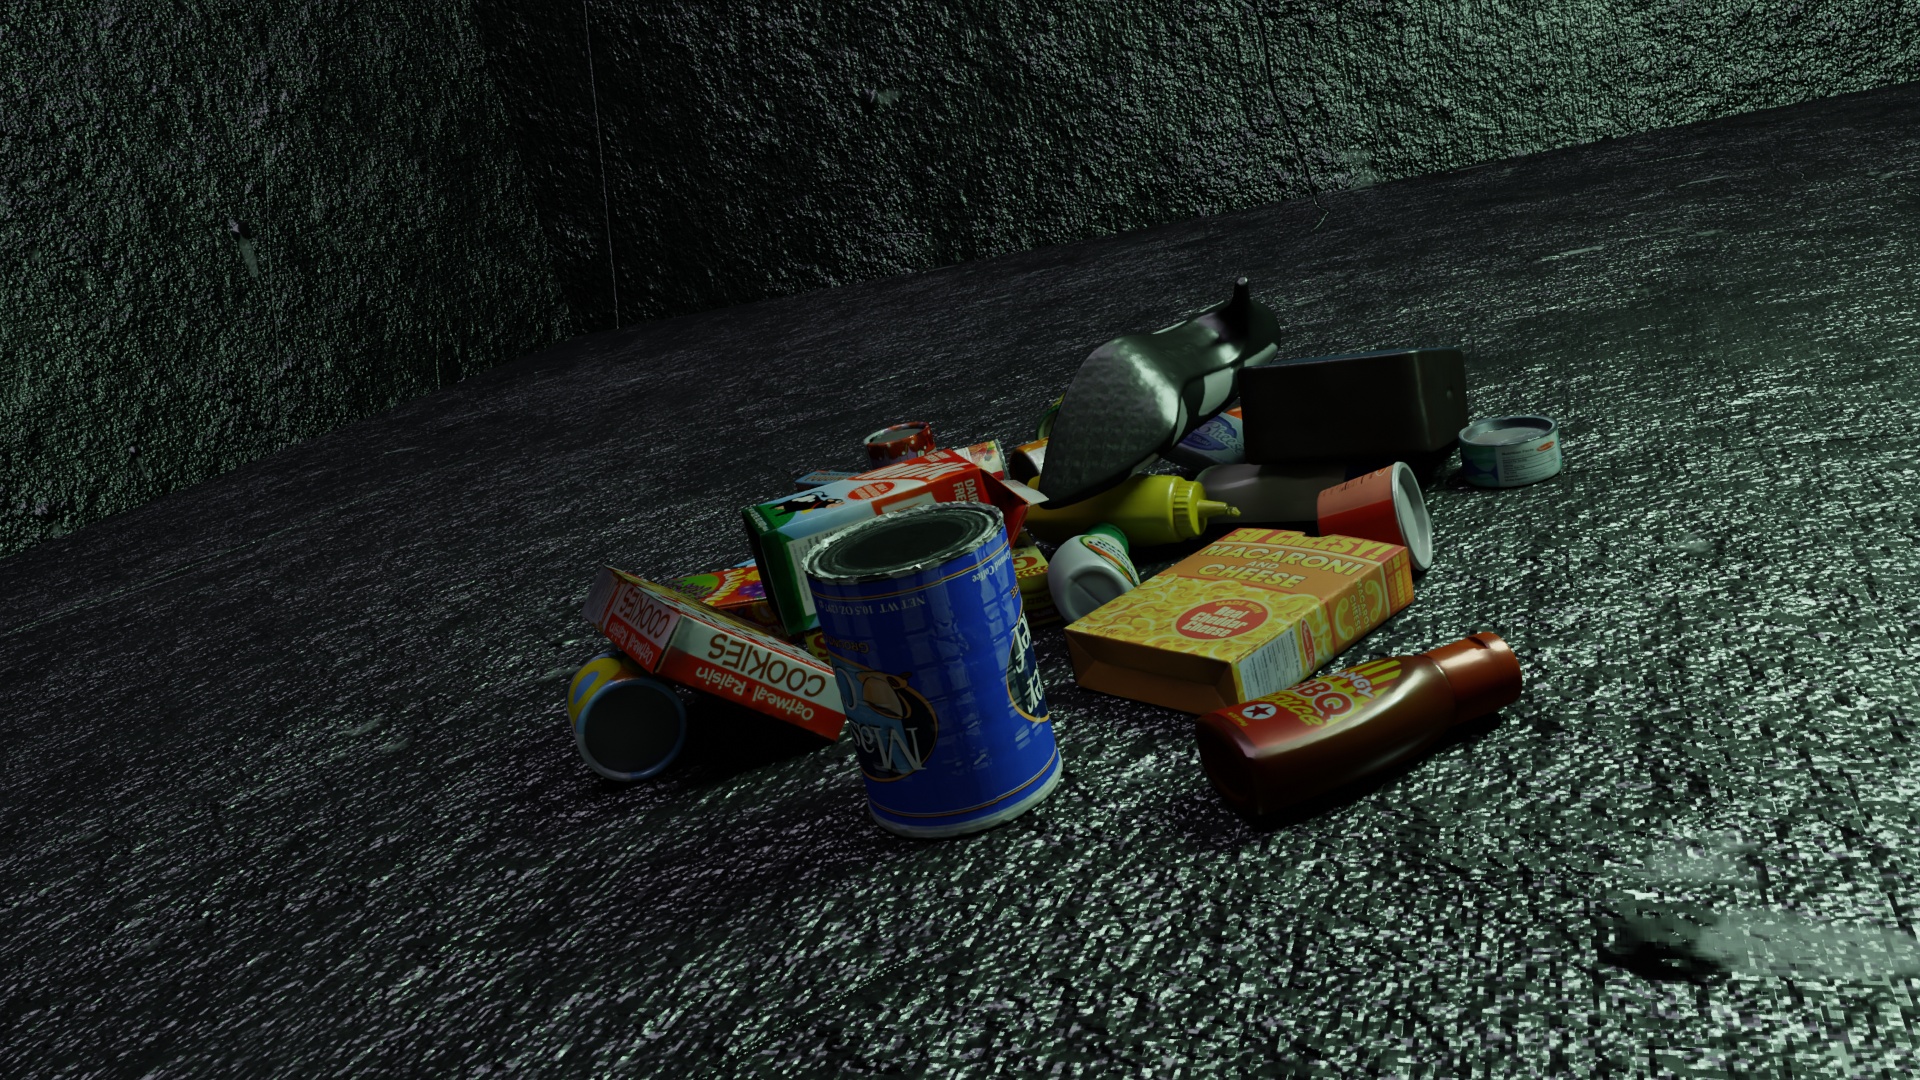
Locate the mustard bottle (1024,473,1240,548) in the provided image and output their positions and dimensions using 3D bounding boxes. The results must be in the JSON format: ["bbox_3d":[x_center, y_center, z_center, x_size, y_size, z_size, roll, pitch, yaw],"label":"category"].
[{"bbox_3d":[0.125,-0.022,0.998,0.160,0.049,0.065,1,-20,30],"label":"mustard bottle"}]

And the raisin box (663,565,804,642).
[{"bbox_3d":[-0.171,0.051,1.036,0.123,0.040,0.086,-9,17,13],"label":"raisin box"}]

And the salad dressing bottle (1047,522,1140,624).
[{"bbox_3d":[0.090,0.020,0.905,0.044,0.064,0.148,-50,2,14],"label":"salad dressing bottle"}]

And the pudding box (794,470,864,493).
[{"bbox_3d":[-0.108,-0.035,1.240,0.030,0.049,0.083,-28,22,-35],"label":"pudding box"}]

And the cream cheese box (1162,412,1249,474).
[{"bbox_3d":[0.189,-0.082,1.111,0.104,0.024,0.053,25,55,25],"label":"cream cheese box"}]

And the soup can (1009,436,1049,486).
[{"bbox_3d":[0.090,-0.056,1.130,0.084,0.071,0.071,-20,18,-19],"label":"soup can"}]

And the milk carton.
[{"bbox_3d":[-0.040,-0.007,0.922,0.191,0.073,0.072,-18,18,-13],"label":"milk carton"}]

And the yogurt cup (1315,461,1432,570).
[{"bbox_3d":[0.255,-0.010,0.859,0.054,0.072,0.073,-14,15,30],"label":"yogurt cup"}]

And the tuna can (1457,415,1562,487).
[{"bbox_3d":[0.384,-0.063,0.976,0.071,0.032,0.071,-12,17,4],"label":"tuna can"}]

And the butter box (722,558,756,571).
[{"bbox_3d":[-0.137,0.022,1.124,0.104,0.024,0.053,-20,17,-21],"label":"butter box"}]

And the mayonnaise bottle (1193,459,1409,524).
[{"bbox_3d":[0.242,-0.034,0.984,0.148,0.041,0.065,0,17,35],"label":"mayonnaise bottle"}]

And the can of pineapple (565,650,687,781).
[{"bbox_3d":[-0.201,0.104,0.840,0.071,0.070,0.058,-19,18,-17],"label":"can of pineapple"}]

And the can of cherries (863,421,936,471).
[{"bbox_3d":[-0.051,-0.075,1.308,0.071,0.058,0.072,-13,17,4],"label":"can of cherries"}]

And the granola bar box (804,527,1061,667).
[{"bbox_3d":[-0.025,0.040,0.954,0.166,0.039,0.124,-15,18,-4],"label":"granola bar box"}]

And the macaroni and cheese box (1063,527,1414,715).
[{"bbox_3d":[0.162,0.042,0.801,0.167,0.040,0.123,-27,22,-36],"label":"macaroni and cheese box"}]

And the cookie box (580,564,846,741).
[{"bbox_3d":[-0.151,0.067,0.853,0.123,0.040,0.167,25,-4,-30],"label":"cookie box"}]

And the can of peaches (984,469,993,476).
[{"bbox_3d":[0.004,-0.013,1.049,0.071,0.071,0.058,-10,18,14],"label":"can of peaches"}]

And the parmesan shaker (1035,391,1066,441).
[{"bbox_3d":[0.116,-0.107,1.268,0.071,0.071,0.103,-7,18,22],"label":"parmesan shaker"}]

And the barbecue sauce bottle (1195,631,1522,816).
[{"bbox_3d":[0.189,0.082,0.649,0.149,0.043,0.065,-17,16,-12],"label":"barbecue sauce bottle"}]

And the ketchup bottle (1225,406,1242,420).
[{"bbox_3d":[0.256,-0.097,1.163,0.149,0.043,0.065,-18,12,-12],"label":"ketchup bottle"}]
